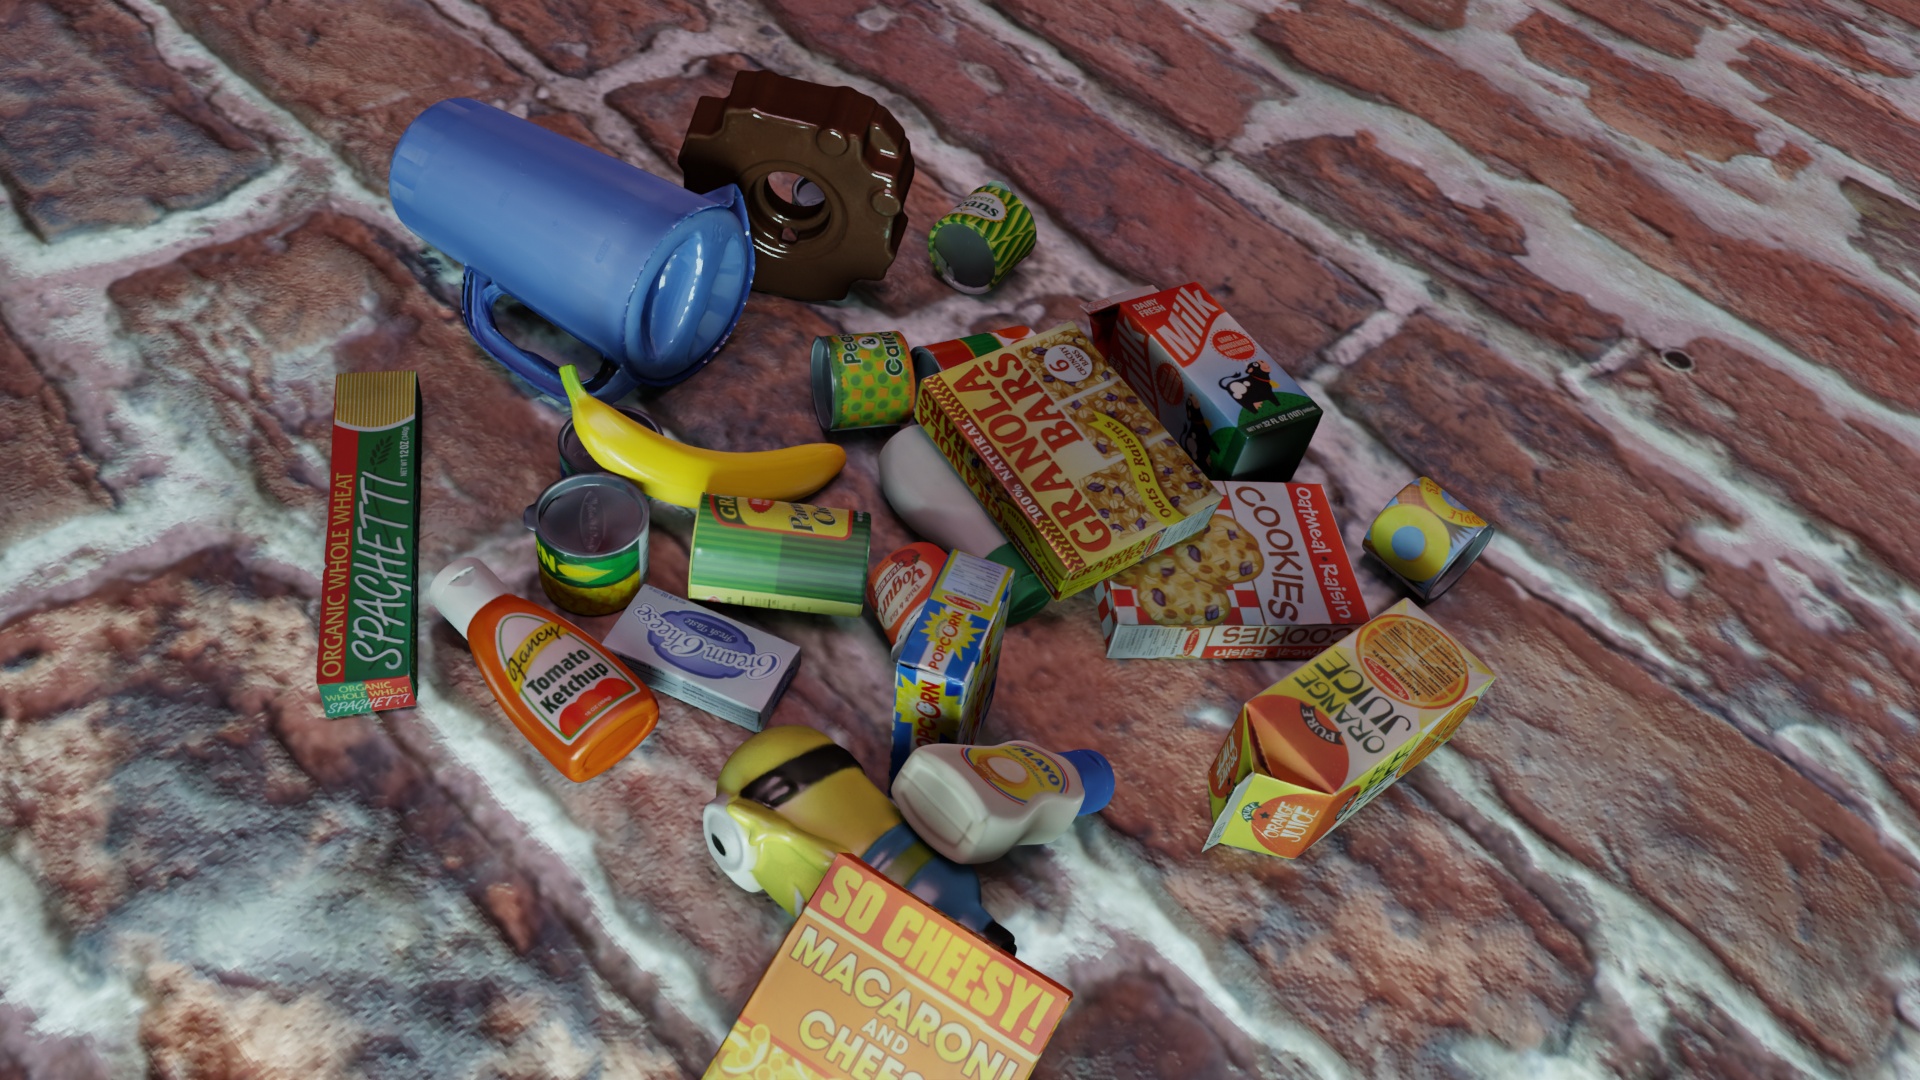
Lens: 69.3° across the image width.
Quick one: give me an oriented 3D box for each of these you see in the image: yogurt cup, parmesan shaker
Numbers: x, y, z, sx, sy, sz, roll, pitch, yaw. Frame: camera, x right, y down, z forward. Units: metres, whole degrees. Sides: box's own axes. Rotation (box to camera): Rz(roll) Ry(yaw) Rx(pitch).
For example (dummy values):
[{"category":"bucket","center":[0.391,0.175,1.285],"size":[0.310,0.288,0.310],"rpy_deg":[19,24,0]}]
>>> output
[{"category":"yogurt cup","center":[-0.020,0.038,0.836],"size":[0.072,0.072,0.054],"rpy_deg":[-19,47,-26]},{"category":"parmesan shaker","center":[-0.109,0.009,0.842],"size":[0.103,0.071,0.072],"rpy_deg":[6,48,-7]}]

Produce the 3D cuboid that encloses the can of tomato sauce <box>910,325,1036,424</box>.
[{"category":"can of tomato sauce","center":[0.014,-0.109,0.969],"size":[0.083,0.070,0.071],"rpy_deg":[-16,54,-24]}]

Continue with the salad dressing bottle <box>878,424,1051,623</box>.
[{"category":"salad dressing bottle","center":[0.003,-0.011,0.897],"size":[0.064,0.043,0.148],"rpy_deg":[-21,58,-29]}]

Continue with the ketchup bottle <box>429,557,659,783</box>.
[{"category":"ketchup bottle","center":[-0.239,0.067,0.777],"size":[0.149,0.043,0.065],"rpy_deg":[38,57,22]}]

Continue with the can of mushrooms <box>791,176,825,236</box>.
[{"category":"can of mushrooms","center":[-0.101,-0.260,1.100],"size":[0.071,0.033,0.071],"rpy_deg":[6,48,-7]}]

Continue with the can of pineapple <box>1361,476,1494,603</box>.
[{"category":"can of pineapple","center":[0.315,-0.002,0.936],"size":[0.071,0.070,0.058],"rpy_deg":[-30,61,-32]}]

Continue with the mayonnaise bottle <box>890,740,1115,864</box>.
[{"category":"mayonnaise bottle","center":[0.030,0.132,0.730],"size":[0.065,0.041,0.148],"rpy_deg":[40,19,30]}]

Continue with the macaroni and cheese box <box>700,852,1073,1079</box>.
[{"category":"macaroni and cheese box","center":[-0.044,0.242,0.615],"size":[0.124,0.040,0.166],"rpy_deg":[29,81,13]}]

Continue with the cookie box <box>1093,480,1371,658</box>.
[{"category":"cookie box","center":[0.170,0.018,0.908],"size":[0.168,0.040,0.123],"rpy_deg":[1,49,-10]}]

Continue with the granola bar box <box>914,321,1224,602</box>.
[{"category":"granola bar box","center":[0.067,-0.054,0.887],"size":[0.124,0.038,0.166],"rpy_deg":[-24,63,-25]}]

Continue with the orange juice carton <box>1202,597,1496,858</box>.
[{"category":"orange juice carton","center":[0.215,0.116,0.809],"size":[0.193,0.071,0.073],"rpy_deg":[-27,59,-30]}]

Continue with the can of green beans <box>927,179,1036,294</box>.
[{"category":"can of green beans","center":[0.017,-0.233,1.078],"size":[0.071,0.071,0.058],"rpy_deg":[30,51,15]}]

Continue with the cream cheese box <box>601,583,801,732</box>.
[{"category":"cream cheese box","center":[-0.150,0.068,0.807],"size":[0.104,0.024,0.054],"rpy_deg":[21,50,7]}]

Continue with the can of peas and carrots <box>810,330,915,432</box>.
[{"category":"can of peas and carrots","center":[-0.067,-0.111,0.951],"size":[0.059,0.070,0.071],"rpy_deg":[-7,51,-18]}]

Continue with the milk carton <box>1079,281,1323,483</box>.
[{"category":"milk carton","center":[0.166,-0.121,1.006],"size":[0.072,0.073,0.191],"rpy_deg":[-19,55,-25]}]

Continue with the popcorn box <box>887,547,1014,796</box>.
[{"category":"popcorn box","center":[-0.006,0.079,0.759],"size":[0.038,0.126,0.085],"rpy_deg":[17,48,10]}]

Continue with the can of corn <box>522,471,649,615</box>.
[{"category":"can of corn","center":[-0.221,0.003,0.827],"size":[0.071,0.058,0.071],"rpy_deg":[6,49,-7]}]

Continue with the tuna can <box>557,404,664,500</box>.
[{"category":"tuna can","center":[-0.223,-0.051,0.891],"size":[0.071,0.032,0.071],"rpy_deg":[6,48,-6]}]

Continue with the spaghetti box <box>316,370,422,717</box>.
[{"category":"spaghetti box","center":[-0.350,-0.007,0.829],"size":[0.050,0.028,0.251],"rpy_deg":[-5,50,-15]}]
